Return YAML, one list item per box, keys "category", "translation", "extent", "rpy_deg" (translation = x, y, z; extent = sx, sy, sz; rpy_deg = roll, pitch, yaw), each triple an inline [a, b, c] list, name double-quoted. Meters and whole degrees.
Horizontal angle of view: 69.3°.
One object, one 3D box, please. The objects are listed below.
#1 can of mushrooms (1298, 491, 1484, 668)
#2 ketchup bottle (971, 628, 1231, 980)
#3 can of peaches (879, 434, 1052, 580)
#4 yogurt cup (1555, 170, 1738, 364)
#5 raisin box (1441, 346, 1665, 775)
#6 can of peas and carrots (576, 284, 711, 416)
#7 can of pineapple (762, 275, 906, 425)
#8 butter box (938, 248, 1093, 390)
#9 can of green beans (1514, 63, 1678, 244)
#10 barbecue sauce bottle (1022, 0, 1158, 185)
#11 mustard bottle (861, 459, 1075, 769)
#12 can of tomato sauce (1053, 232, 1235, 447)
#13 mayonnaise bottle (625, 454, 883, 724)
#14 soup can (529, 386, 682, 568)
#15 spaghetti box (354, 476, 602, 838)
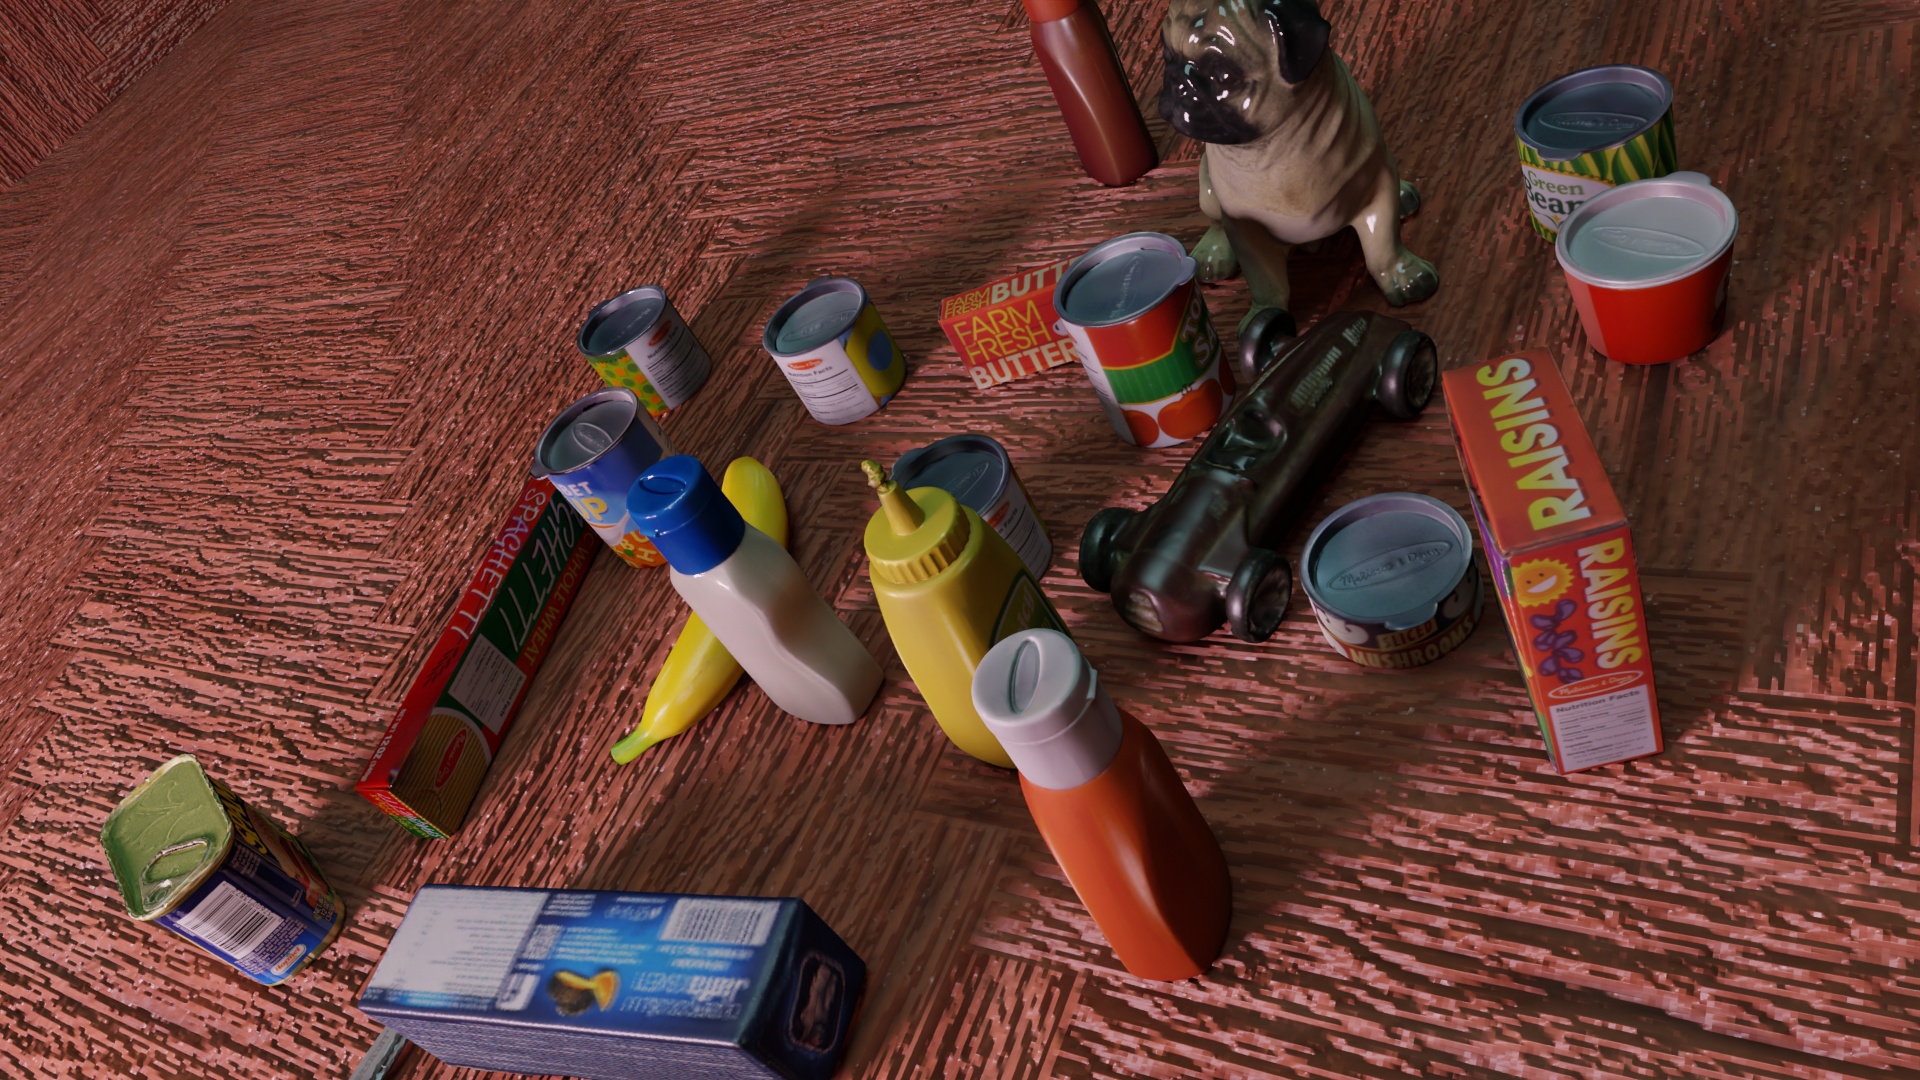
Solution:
- category: "can of mushrooms"
  translation: [0.171, 0.017, 0.549]
  extent: [0.071, 0.033, 0.071]
  rpy_deg: [-17, 42, 16]
- category: "ketchup bottle"
  translation: [0.050, 0.087, 0.464]
  extent: [0.043, 0.148, 0.065]
  rpy_deg: [-11, 45, 23]
- category: "can of peaches"
  translation: [0.002, -0.008, 0.659]
  extent: [0.071, 0.058, 0.071]
  rpy_deg: [-17, 42, 16]
- category: "yogurt cup"
  translation: [0.292, -0.112, 0.589]
  extent: [0.072, 0.053, 0.073]
  rpy_deg: [-17, 42, 16]
- category: "raisin box"
  translation: [0.200, 0.008, 0.471]
  extent: [0.040, 0.123, 0.086]
  rpy_deg: [-16, 43, 18]
- category: "can of peas and carrots"
  translation: [-0.206, -0.123, 0.901]
  extent: [0.071, 0.058, 0.071]
  rpy_deg: [-17, 42, 16]
- category: "can of pineapple"
  translation: [-0.071, -0.111, 0.808]
  extent: [0.071, 0.057, 0.071]
  rpy_deg: [-17, 42, 16]
- category: "butter box"
  translation: [0.045, -0.120, 0.749]
  extent: [0.103, 0.053, 0.024]
  rpy_deg: [-15, 43, 18]
- category: "can of green beans"
  translation: [0.298, -0.179, 0.649]
  extent: [0.071, 0.057, 0.071]
  rpy_deg: [-17, 42, 16]
- category: "barbecue sauce bottle"
  translation: [0.071, -0.285, 0.826]
  extent: [0.044, 0.148, 0.065]
  rpy_deg: [-32, 40, 0]
- category: "mustard bottle"
  translation: [0.000, 0.027, 0.547]
  extent: [0.049, 0.159, 0.065]
  rpy_deg: [0, 49, 32]
- category: "can of tomato sauce"
  translation: [0.092, -0.096, 0.673]
  extent: [0.071, 0.082, 0.071]
  rpy_deg: [-17, 42, 17]
- category: "mayonnaise bottle"
  translation: [-0.092, 0.024, 0.615]
  extent: [0.065, 0.147, 0.041]
  rpy_deg: [9, 55, 38]
- category: "soup can"
  translation: [-0.189, -0.033, 0.781]
  extent: [0.071, 0.083, 0.072]
  rpy_deg: [-17, 42, 17]
- category: "spaghetti box"
  translation: [-0.250, 0.043, 0.768]
  extent: [0.028, 0.050, 0.251]
  rpy_deg: [-7, 46, 26]
